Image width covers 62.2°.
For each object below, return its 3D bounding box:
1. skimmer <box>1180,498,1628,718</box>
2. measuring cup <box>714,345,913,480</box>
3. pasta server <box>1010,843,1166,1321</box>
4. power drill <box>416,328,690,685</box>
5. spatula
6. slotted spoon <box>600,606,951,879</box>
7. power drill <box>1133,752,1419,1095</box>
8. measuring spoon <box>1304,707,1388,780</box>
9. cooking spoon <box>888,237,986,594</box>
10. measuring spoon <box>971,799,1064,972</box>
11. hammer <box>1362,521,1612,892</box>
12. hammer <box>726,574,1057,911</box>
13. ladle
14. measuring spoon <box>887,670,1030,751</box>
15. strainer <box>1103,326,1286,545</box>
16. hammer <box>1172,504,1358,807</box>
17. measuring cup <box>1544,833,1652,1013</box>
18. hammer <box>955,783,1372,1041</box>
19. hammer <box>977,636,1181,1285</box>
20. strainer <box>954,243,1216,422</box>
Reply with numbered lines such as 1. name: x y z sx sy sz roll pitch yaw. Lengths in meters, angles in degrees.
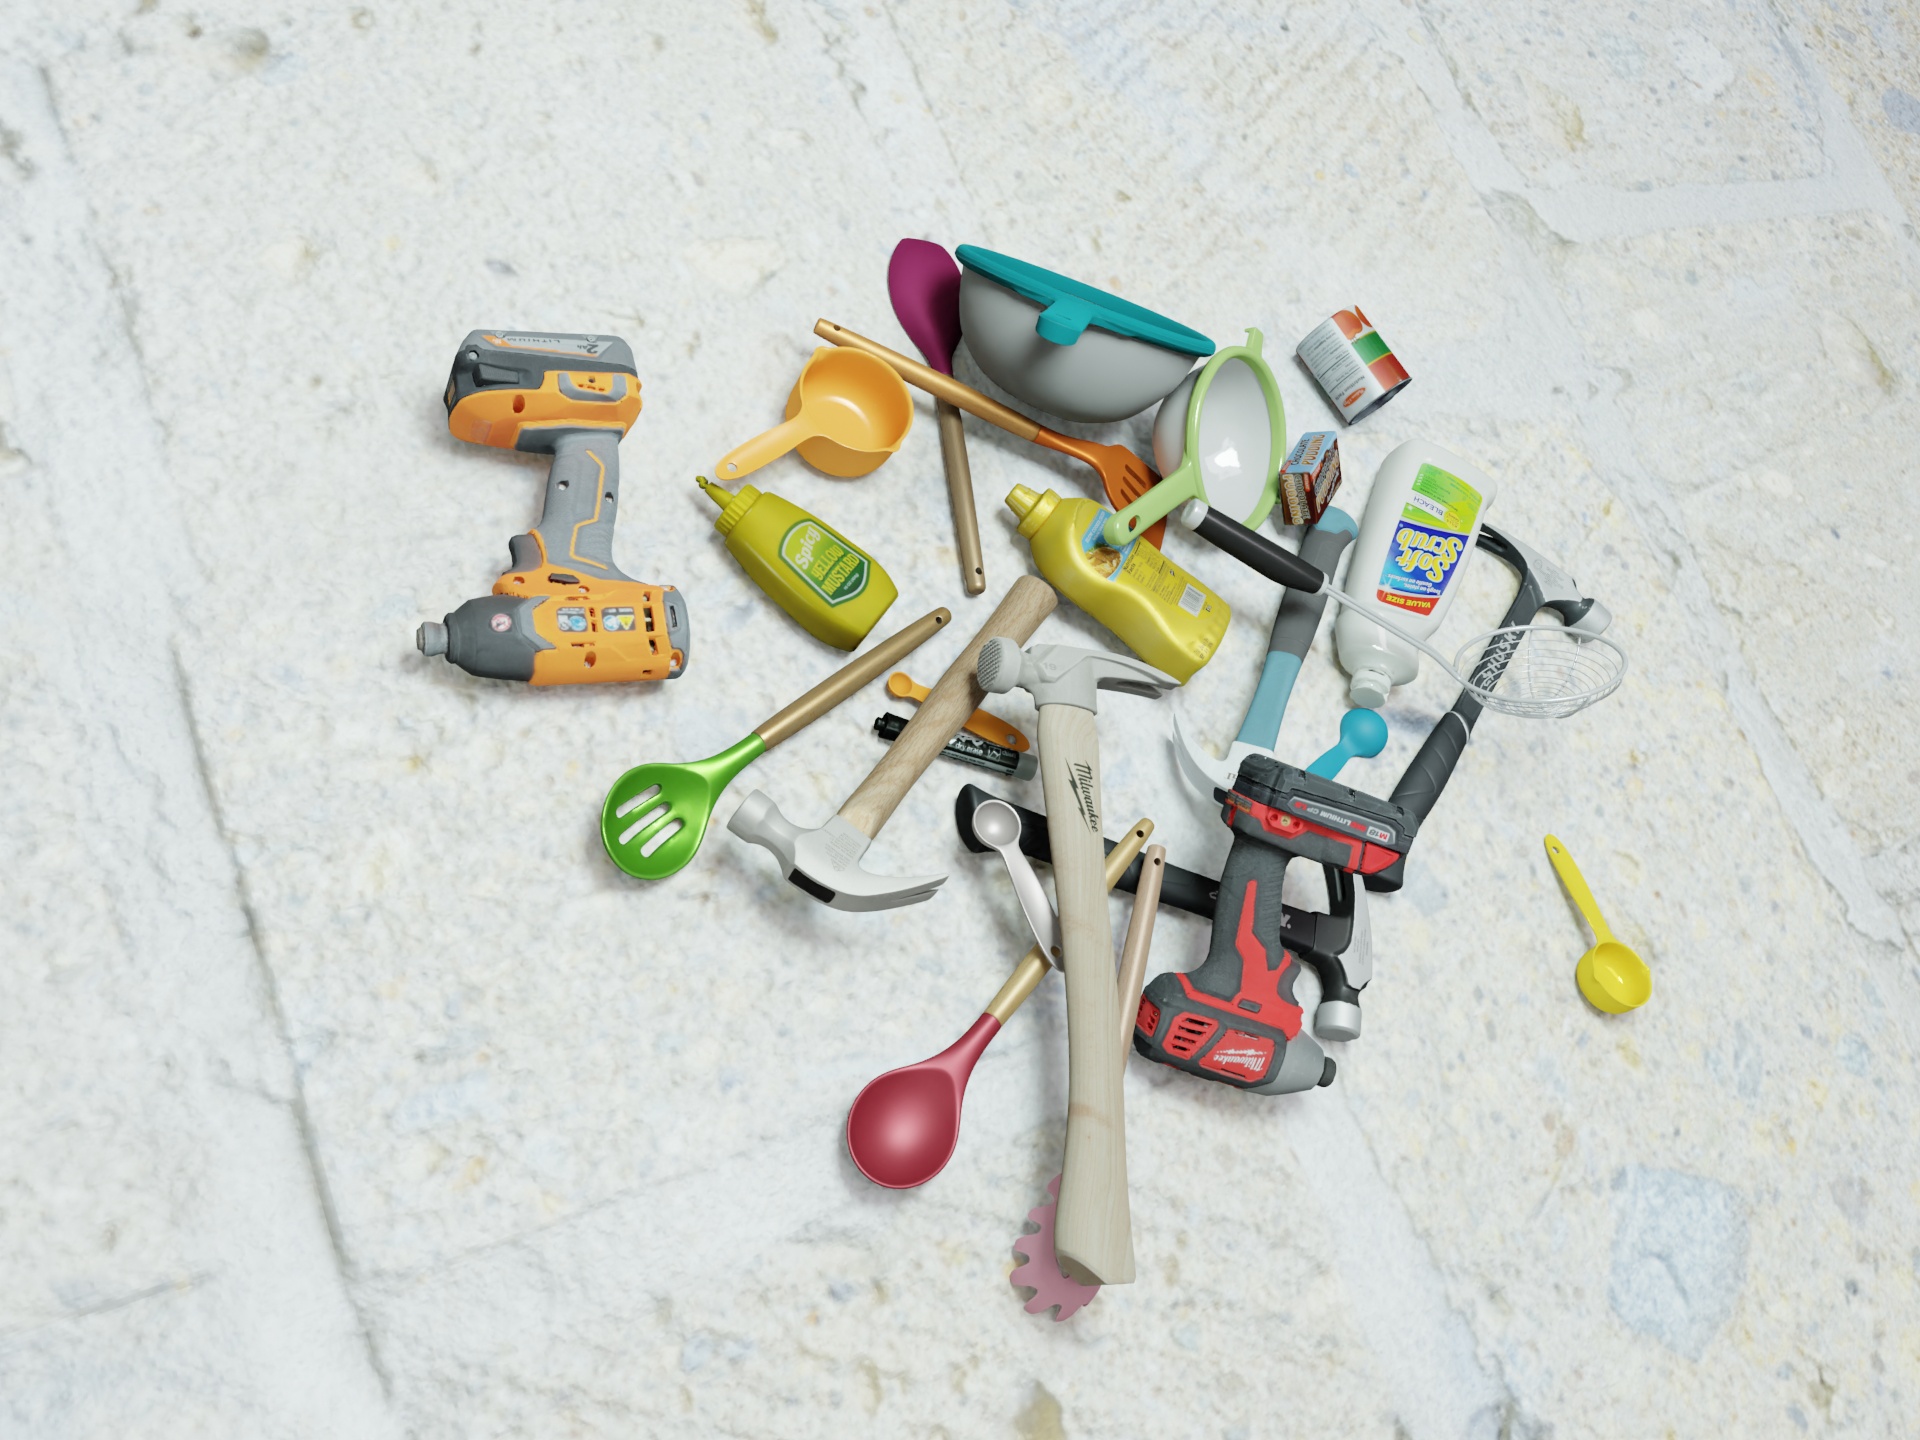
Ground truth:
1. skimmer: 0.341 -0.100 1.217 0.363 0.090 0.127 27 25 -14
2. measuring cup: -0.113 -0.200 1.135 0.173 0.052 0.095 -35 86 -31
3. pasta server: 0.096 0.228 1.040 0.060 0.040 0.316 22 63 -15
4. power drill: -0.269 -0.130 1.012 0.164 0.084 0.227 -4 74 -27
5. spatula: 0.032 -0.225 1.216 0.322 0.041 0.081 23 57 -17
6. slotted spoon: -0.114 0.003 1.052 0.314 0.031 0.070 -37 104 -33
7. power drill: 0.217 0.145 1.075 0.143 0.078 0.219 20 93 -10
8. measuring spoon: 0.299 0.028 1.250 0.128 0.021 0.042 -37 87 -35
9. cooking spoon: -0.009 -0.241 1.223 0.068 0.017 0.319 3 67 -26
10. measuring spoon: 0.040 0.111 1.049 0.034 0.018 0.124 -17 74 -30
11. hammer: 0.415 -0.010 1.317 0.149 0.036 0.409 42 57 -2
12. hammer: -0.015 0.004 1.076 0.130 0.031 0.331 37 49 1
13. ladle: 0.035 0.174 1.034 0.069 0.031 0.315 41 63 3
14. measuring spoon: -0.002 -0.004 1.128 0.116 0.011 0.021 26 56 -18
15. strainer: 0.167 -0.196 1.242 0.256 0.069 0.151 -39 124 -40
16. hammer: 0.256 -0.055 1.238 0.128 0.033 0.331 14 50 16
17. measuring cup: 0.507 0.166 1.295 0.062 0.029 0.157 -2 57 -27
18. hammer: 0.150 0.112 1.134 0.334 0.035 0.146 21 61 -16
19. hammer: 0.089 0.146 1.024 0.146 0.038 0.411 8 67 -26
20. strainer: 0.072 -0.263 1.157 0.211 0.095 0.340 22 20 1
